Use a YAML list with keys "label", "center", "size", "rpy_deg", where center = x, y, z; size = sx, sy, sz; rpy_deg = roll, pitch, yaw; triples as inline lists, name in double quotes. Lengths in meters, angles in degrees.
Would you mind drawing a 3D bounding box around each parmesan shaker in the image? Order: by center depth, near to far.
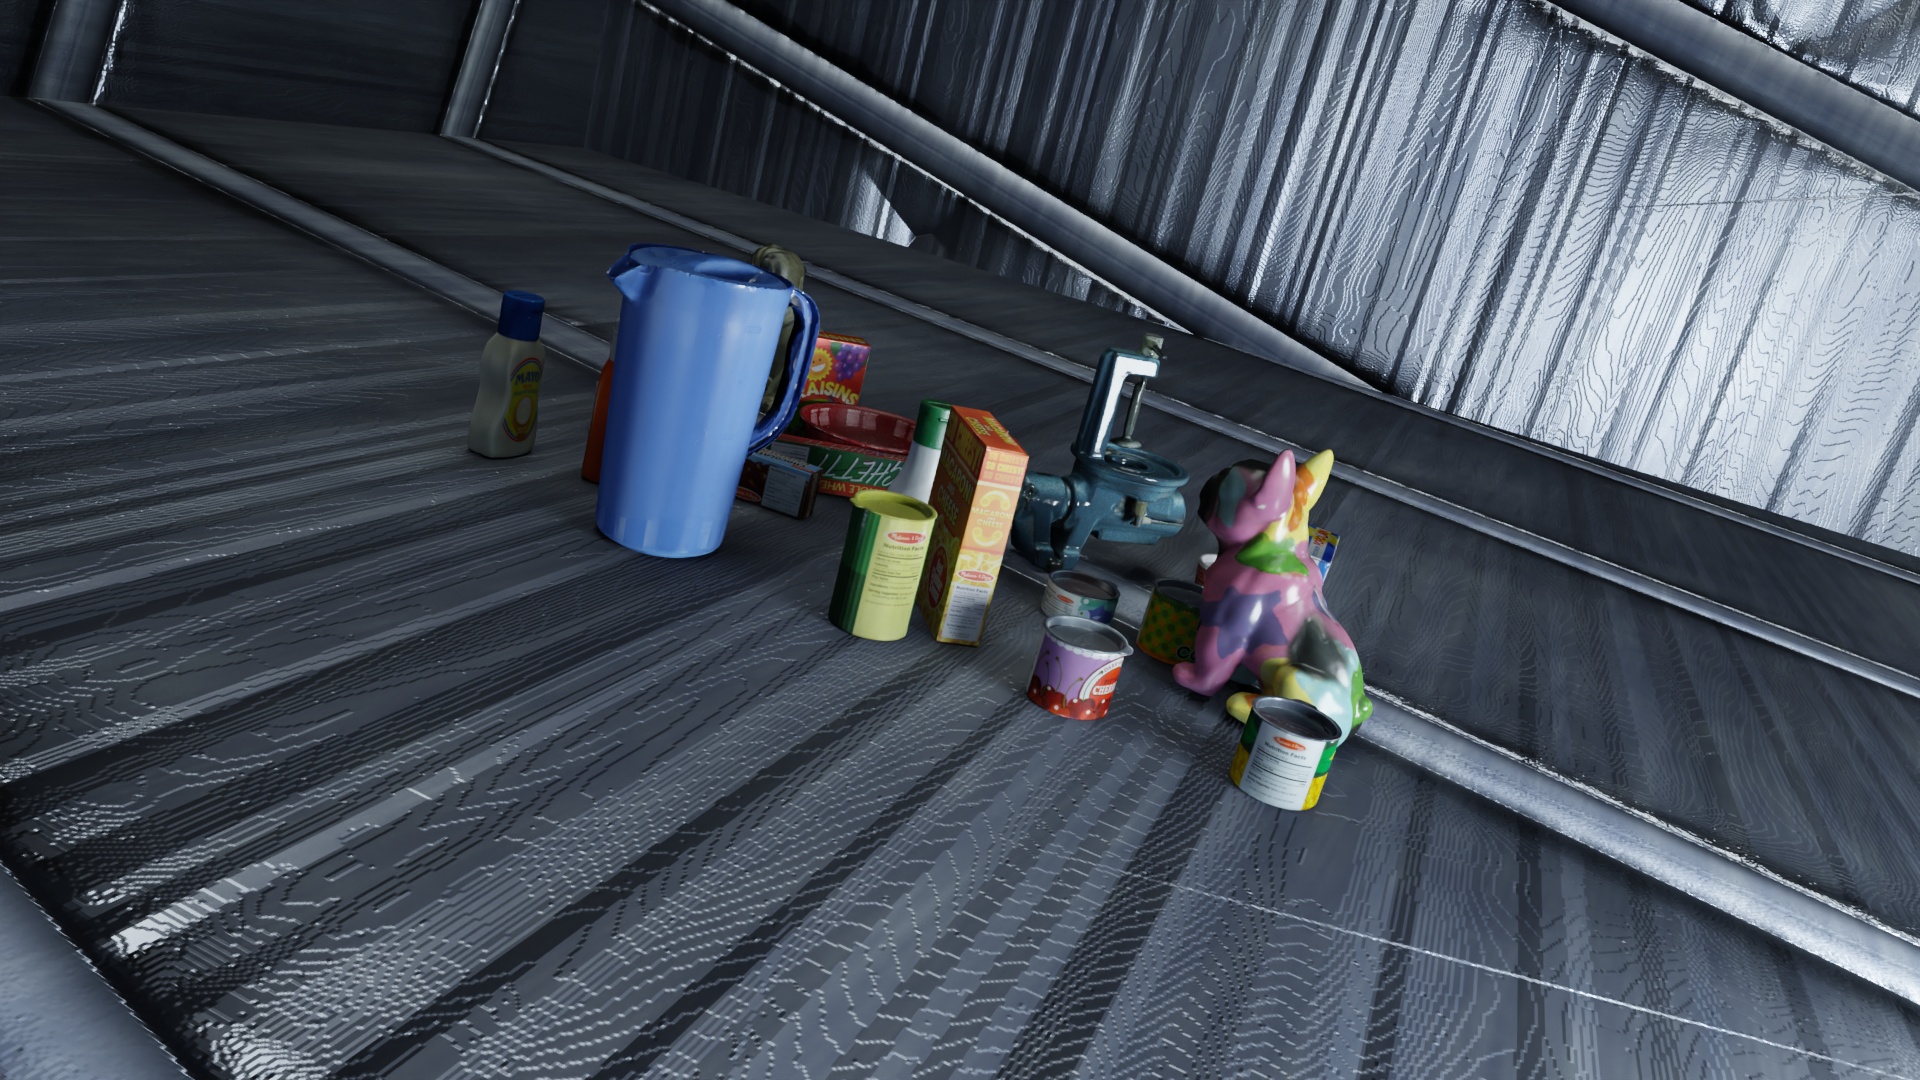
- label: "parmesan shaker"
  center: [-0.065, 0.019, 1.093]
  size: [0.071, 0.102, 0.071]
  rpy_deg: [14, 17, -4]

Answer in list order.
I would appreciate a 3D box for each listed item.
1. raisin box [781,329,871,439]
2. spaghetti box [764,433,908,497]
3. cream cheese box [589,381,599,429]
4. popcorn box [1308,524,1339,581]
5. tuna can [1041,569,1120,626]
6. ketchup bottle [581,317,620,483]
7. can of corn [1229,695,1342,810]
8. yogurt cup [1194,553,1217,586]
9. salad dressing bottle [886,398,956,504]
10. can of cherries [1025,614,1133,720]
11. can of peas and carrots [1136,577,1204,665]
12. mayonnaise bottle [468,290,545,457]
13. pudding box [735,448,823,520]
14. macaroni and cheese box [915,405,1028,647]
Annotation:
- label: "raisin box"
  center: [-0.157, -0.171, 1.561]
  size: [0.086, 0.123, 0.040]
  rpy_deg: [6, 19, -27]
- label: "spaghetti box"
  center: [-0.132, -0.073, 1.404]
  size: [0.250, 0.050, 0.029]
  rpy_deg: [9, 18, -18]
- label: "cream cheese box"
  center: [-0.347, -0.145, 1.445]
  size: [0.024, 0.053, 0.104]
  rpy_deg: [18, 18, 11]
- label: "popcorn box"
  center: [0.342, 0.040, 1.384]
  size: [0.038, 0.085, 0.127]
  rpy_deg: [19, 18, 14]
- label: "tuna can"
  center: [0.109, 0.053, 1.242]
  size: [0.071, 0.032, 0.071]
  rpy_deg: [13, 18, -4]
- label: "ketchup bottle"
  center: [-0.309, -0.128, 1.267]
  size: [0.043, 0.148, 0.065]
  rpy_deg: [16, 17, 5]
- label: "can of corn"
  center: [0.234, 0.152, 1.002]
  size: [0.071, 0.058, 0.071]
  rpy_deg: [13, 17, -4]
- label: "yogurt cup"
  center: [0.254, 0.050, 1.336]
  size: [0.072, 0.053, 0.072]
  rpy_deg: [13, 18, -4]
- label: "salad dressing bottle"
  center: [-0.034, -0.054, 1.267]
  size: [0.064, 0.147, 0.044]
  rpy_deg: [8, 19, -22]
- label: "can of cherries"
  center: [0.090, 0.097, 1.053]
  size: [0.071, 0.058, 0.072]
  rpy_deg: [13, 17, -4]
- label: "can of peas and carrots"
  center: [0.194, 0.072, 1.211]
  size: [0.071, 0.058, 0.071]
  rpy_deg: [13, 17, -4]
- label: "mayonnaise bottle"
  center: [-0.407, -0.151, 1.259]
  size: [0.041, 0.147, 0.065]
  rpy_deg: [21, 18, 20]
- label: "pudding box"
  center: [-0.178, -0.057, 1.320]
  size: [0.084, 0.049, 0.030]
  rpy_deg: [18, 18, 11]
- label: "macaroni and cheese box"
  center: [0.004, -0.014, 1.145]
  size: [0.040, 0.165, 0.124]
  rpy_deg: [9, 18, -17]
